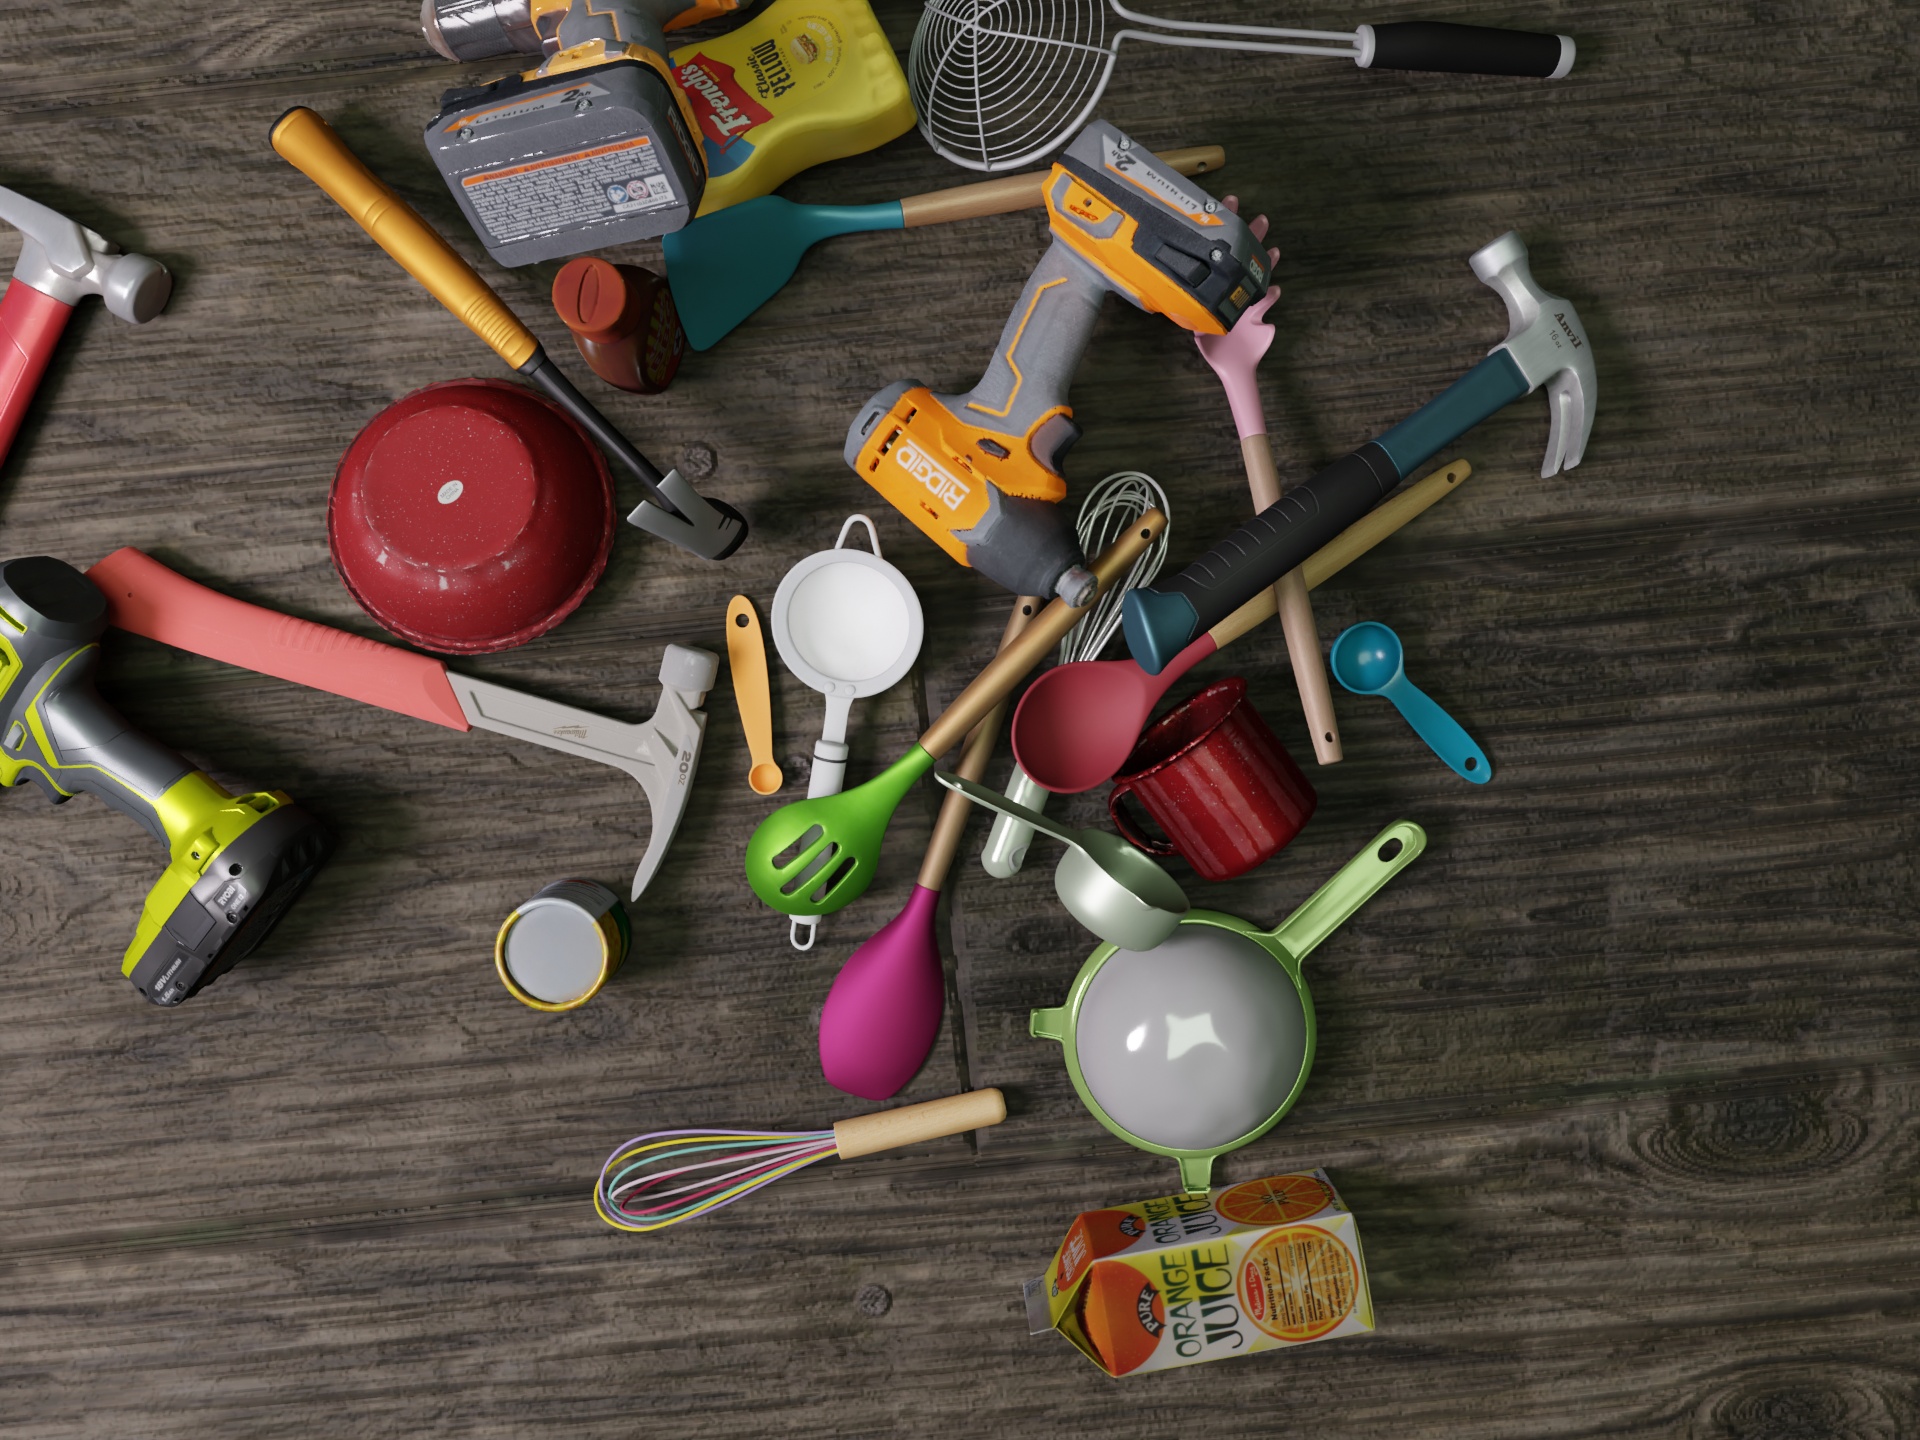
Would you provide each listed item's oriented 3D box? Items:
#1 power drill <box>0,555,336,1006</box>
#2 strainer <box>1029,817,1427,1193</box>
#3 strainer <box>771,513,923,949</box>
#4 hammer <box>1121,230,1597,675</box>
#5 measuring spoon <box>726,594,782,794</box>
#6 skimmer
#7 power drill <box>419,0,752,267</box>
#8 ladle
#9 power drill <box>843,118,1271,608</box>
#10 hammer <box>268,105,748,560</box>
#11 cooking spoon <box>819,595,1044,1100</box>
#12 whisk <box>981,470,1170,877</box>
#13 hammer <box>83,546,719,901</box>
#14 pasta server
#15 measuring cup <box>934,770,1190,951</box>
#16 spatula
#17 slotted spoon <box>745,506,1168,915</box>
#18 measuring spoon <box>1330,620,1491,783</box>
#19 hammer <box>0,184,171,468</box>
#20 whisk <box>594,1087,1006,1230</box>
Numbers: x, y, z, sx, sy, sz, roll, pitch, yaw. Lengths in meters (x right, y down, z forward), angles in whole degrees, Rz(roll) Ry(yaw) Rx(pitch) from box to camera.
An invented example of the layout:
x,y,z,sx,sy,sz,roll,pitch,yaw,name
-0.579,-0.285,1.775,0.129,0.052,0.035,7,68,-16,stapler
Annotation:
x,y,z,sx,sy,sz,roll,pitch,yaw,name
-0.485,0.047,0.885,0.228,0.080,0.190,43,111,-3,power drill
0.174,0.152,0.909,0.256,0.069,0.151,-43,94,5,strainer
-0.074,0.009,0.911,0.087,0.050,0.258,11,100,5,strainer
0.216,-0.132,0.855,0.331,0.033,0.128,-36,93,-16,hammer
-0.120,-0.015,0.925,0.021,0.011,0.117,-8,91,1,measuring spoon
0.155,-0.365,0.885,0.363,0.090,0.127,-1,84,-11,skimmer
-0.205,-0.332,0.810,0.185,0.084,0.226,-8,52,12,power drill
0.160,-0.061,0.892,0.315,0.031,0.069,-33,100,-8,ladle
0.060,-0.179,0.843,0.164,0.084,0.226,43,104,20,power drill
-0.251,-0.212,0.848,0.337,0.127,0.034,44,94,7,hammer
-0.010,0.073,0.927,0.068,0.017,0.319,19,95,-3,cooking spoon
0.061,-0.024,0.910,0.059,0.057,0.246,25,99,32,whisk
-0.327,-0.015,0.909,0.359,0.037,0.149,16,95,-2,hammer
0.169,-0.132,0.873,0.060,0.040,0.316,-11,82,-5,pasta server
0.050,0.078,0.890,0.167,0.083,0.038,28,107,-15,measuring cup
-0.005,-0.278,0.883,0.317,0.082,0.044,-12,53,-3,spatula
-0.001,-0.003,0.879,0.070,0.031,0.314,43,97,-14,slotted spoon
0.262,-0.009,0.926,0.128,0.021,0.042,43,93,-13,measuring spoon
-0.593,-0.114,0.898,0.143,0.038,0.386,27,94,-1,hammer
-0.093,0.255,0.931,0.245,0.047,0.051,-12,109,-3,whisk
